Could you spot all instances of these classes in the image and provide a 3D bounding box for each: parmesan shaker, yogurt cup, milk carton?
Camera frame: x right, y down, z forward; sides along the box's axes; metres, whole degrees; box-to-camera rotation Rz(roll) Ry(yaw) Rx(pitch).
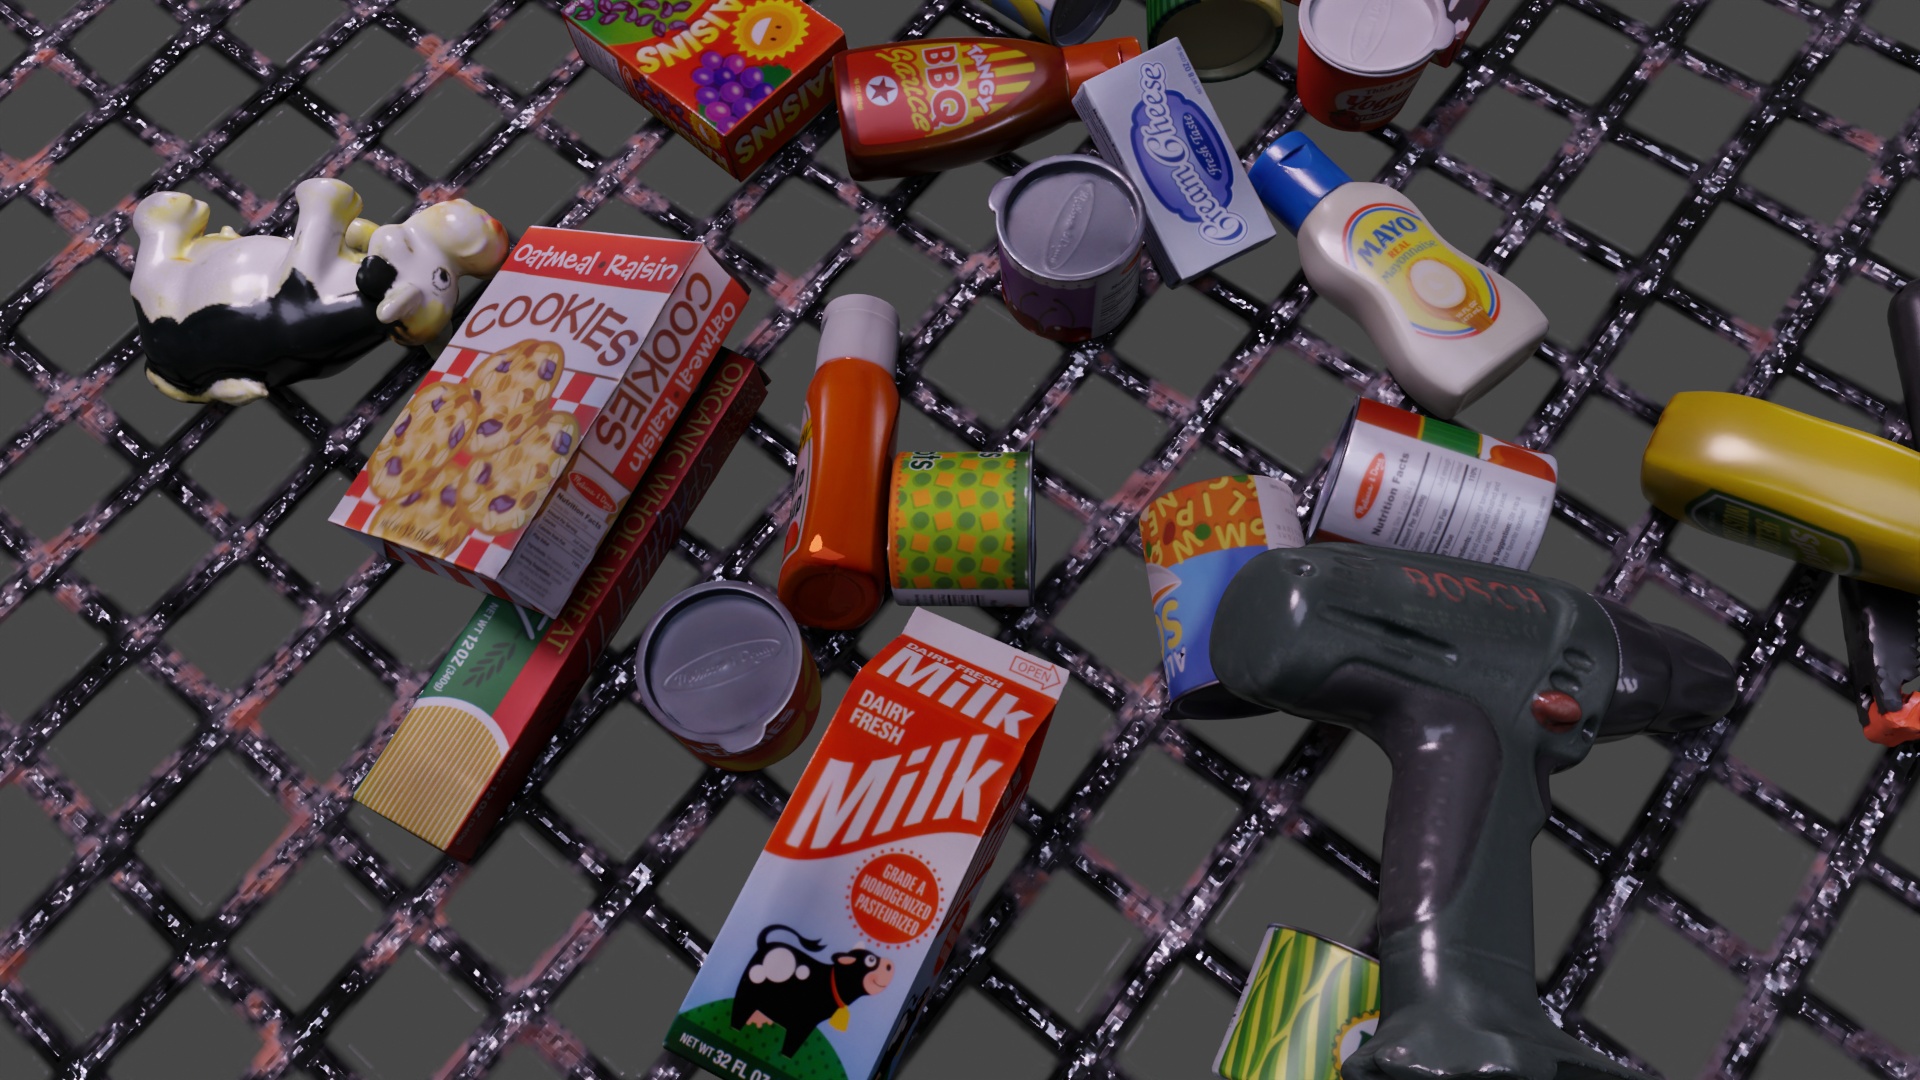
[{"bbox_3d":[0.121,-0.289,0.690,0.071,0.071,0.103,0,69,4],"label":"parmesan shaker"},{"bbox_3d":[0.194,-0.236,0.671,0.072,0.053,0.072,-1,68,3],"label":"yogurt cup"},{"bbox_3d":[-0.028,0.120,0.531,0.072,0.073,0.191,23,71,12],"label":"milk carton"}]

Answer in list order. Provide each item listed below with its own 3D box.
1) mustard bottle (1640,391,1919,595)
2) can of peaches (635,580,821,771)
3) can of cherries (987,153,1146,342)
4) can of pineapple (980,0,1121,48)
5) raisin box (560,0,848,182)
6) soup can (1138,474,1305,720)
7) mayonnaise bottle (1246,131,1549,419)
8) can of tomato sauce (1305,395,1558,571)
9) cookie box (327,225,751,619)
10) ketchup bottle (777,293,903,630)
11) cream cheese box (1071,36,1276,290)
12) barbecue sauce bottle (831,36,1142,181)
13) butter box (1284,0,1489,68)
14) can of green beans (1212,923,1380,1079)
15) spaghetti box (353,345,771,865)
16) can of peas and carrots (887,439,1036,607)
[{"bbox_3d":[0.355,-0.011,0.544,0.160,0.065,0.049,26,82,36],"label":"mustard bottle"},{"bbox_3d":[-0.092,0.059,0.567,0.071,0.058,0.071,-1,68,2],"label":"can of peaches"},{"bbox_3d":[0.048,-0.134,0.637,0.071,0.058,0.072,-1,69,3],"label":"can of cherries"},{"bbox_3d":[0.045,-0.289,0.697,0.058,0.070,0.071,38,75,17],"label":"can of pineapple"},{"bbox_3d":[-0.127,-0.250,0.705,0.123,0.040,0.086,39,75,18],"label":"raisin box"},{"bbox_3d":[0.109,0.025,0.566,0.071,0.071,0.084,-8,67,0],"label":"soup can"},{"bbox_3d":[0.192,-0.126,0.634,0.065,0.041,0.148,-37,71,-9],"label":"mayonnaise bottle"},{"bbox_3d":[0.195,-0.017,0.578,0.083,0.071,0.071,18,71,10],"label":"can of tomato sauce"},{"bbox_3d":[-0.182,-0.059,0.607,0.123,0.040,0.168,14,67,35],"label":"cookie box"},{"bbox_3d":[-0.049,-0.039,0.605,0.043,0.064,0.149,9,59,-8],"label":"ketchup bottle"},{"bbox_3d":[0.100,-0.175,0.649,0.053,0.024,0.103,-28,92,-7],"label":"cream cheese box"},{"bbox_3d":[0.014,-0.217,0.680,0.149,0.043,0.065,-8,77,0],"label":"barbecue sauce bottle"},{"bbox_3d":[0.214,-0.284,0.706,0.103,0.024,0.053,29,72,13],"label":"butter box"},{"bbox_3d":[0.132,0.180,0.501,0.071,0.071,0.058,24,72,12],"label":"can of green beans"},{"bbox_3d":[-0.167,0.016,0.605,0.050,0.028,0.251,25,72,13],"label":"spaghetti box"},{"bbox_3d":[0.002,-0.007,0.583,0.059,0.070,0.071,0,68,4],"label":"can of peas and carrots"}]
